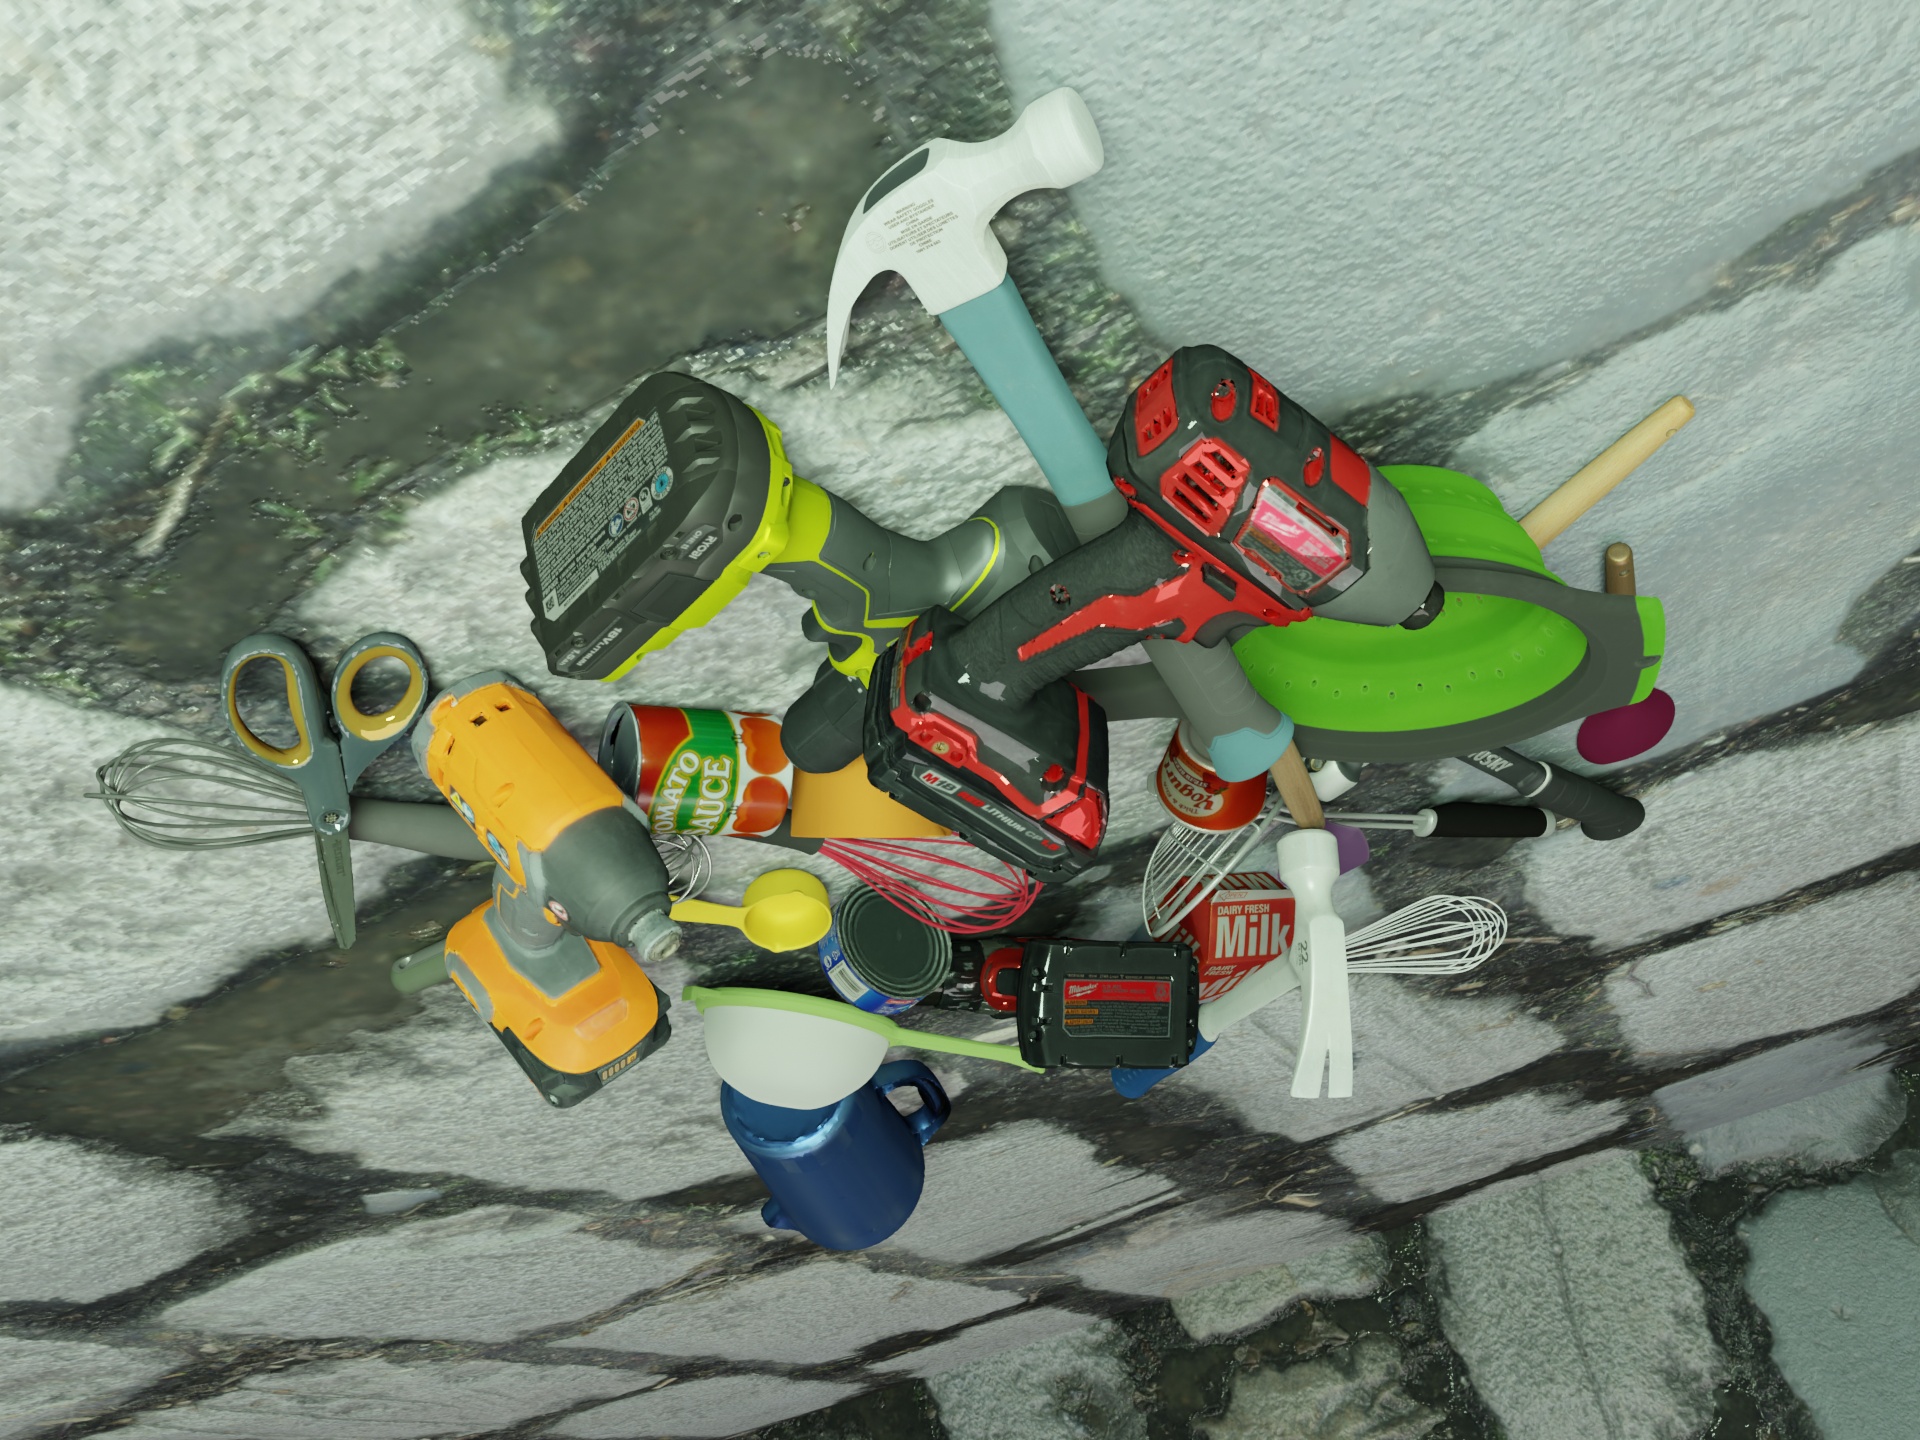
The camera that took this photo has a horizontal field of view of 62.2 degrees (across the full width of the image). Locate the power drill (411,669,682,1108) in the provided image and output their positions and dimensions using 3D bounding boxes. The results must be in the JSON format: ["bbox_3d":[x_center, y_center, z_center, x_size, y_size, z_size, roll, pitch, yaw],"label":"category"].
[{"bbox_3d":[-0.196,0.100,0.790,0.084,0.164,0.226,-32,153,-31],"label":"power drill"}]

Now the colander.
[{"bbox_3d":[0.133,-0.052,0.798,0.397,0.095,0.204,-5,155,18],"label":"colander"}]

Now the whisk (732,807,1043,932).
[{"bbox_3d":[-0.069,0.072,0.939,0.295,0.073,0.073,18,137,-34],"label":"whisk"}]

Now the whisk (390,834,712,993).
[{"bbox_3d":[-0.249,0.115,0.949,0.246,0.058,0.059,-24,115,22],"label":"whisk"}]

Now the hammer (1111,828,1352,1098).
[{"bbox_3d":[0.165,0.201,1.041,0.035,0.144,0.405,3,158,-9],"label":"hammer"}]

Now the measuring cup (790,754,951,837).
[{"bbox_3d":[-0.024,0.038,0.899,0.095,0.052,0.173,-2,179,35],"label":"measuring cup"}]

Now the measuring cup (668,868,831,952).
[{"bbox_3d":[-0.158,0.111,1.001,0.156,0.029,0.062,10,132,-15],"label":"measuring cup"}]

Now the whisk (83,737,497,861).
[{"bbox_3d":[-0.314,0.049,0.803,0.055,0.055,0.238,-34,149,31],"label":"whisk"}]

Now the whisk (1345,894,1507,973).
[{"bbox_3d":[0.308,0.196,1.317,0.284,0.070,0.070,-14,151,9],"label":"whisk"}]

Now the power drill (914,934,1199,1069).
[{"bbox_3d":[0.046,0.183,1.088,0.188,0.080,0.227,4,176,-15],"label":"power drill"}]

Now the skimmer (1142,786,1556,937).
[{"bbox_3d":[0.282,0.095,1.091,0.363,0.090,0.127,2,145,-27],"label":"skimmer"}]

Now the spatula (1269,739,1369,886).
[{"bbox_3d":[0.192,0.051,0.893,0.060,0.018,0.315,-26,154,8],"label":"spatula"}]

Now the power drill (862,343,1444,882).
[{"bbox_3d":[0.073,-0.033,0.622,0.143,0.079,0.219,31,129,-24],"label":"power drill"}]

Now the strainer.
[{"bbox_3d":[-0.069,0.246,1.126,0.256,0.069,0.151,7,159,10],"label":"strainer"}]

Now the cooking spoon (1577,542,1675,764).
[{"bbox_3d":[0.421,-0.033,1.008,0.069,0.017,0.318,-22,150,14],"label":"cooking spoon"}]

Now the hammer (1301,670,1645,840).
[{"bbox_3d":[0.374,0.031,1.047,0.149,0.036,0.408,-37,148,27],"label":"hammer"}]

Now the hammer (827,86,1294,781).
[{"bbox_3d":[0.060,-0.085,0.643,0.128,0.033,0.330,-17,132,25],"label":"hammer"}]

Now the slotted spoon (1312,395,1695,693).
[{"bbox_3d":[0.275,-0.068,0.878,0.070,0.031,0.313,8,142,-33],"label":"slotted spoon"}]

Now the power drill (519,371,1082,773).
[{"bbox_3d":[-0.073,-0.049,0.705,0.228,0.080,0.190,16,136,-45],"label":"power drill"}]
